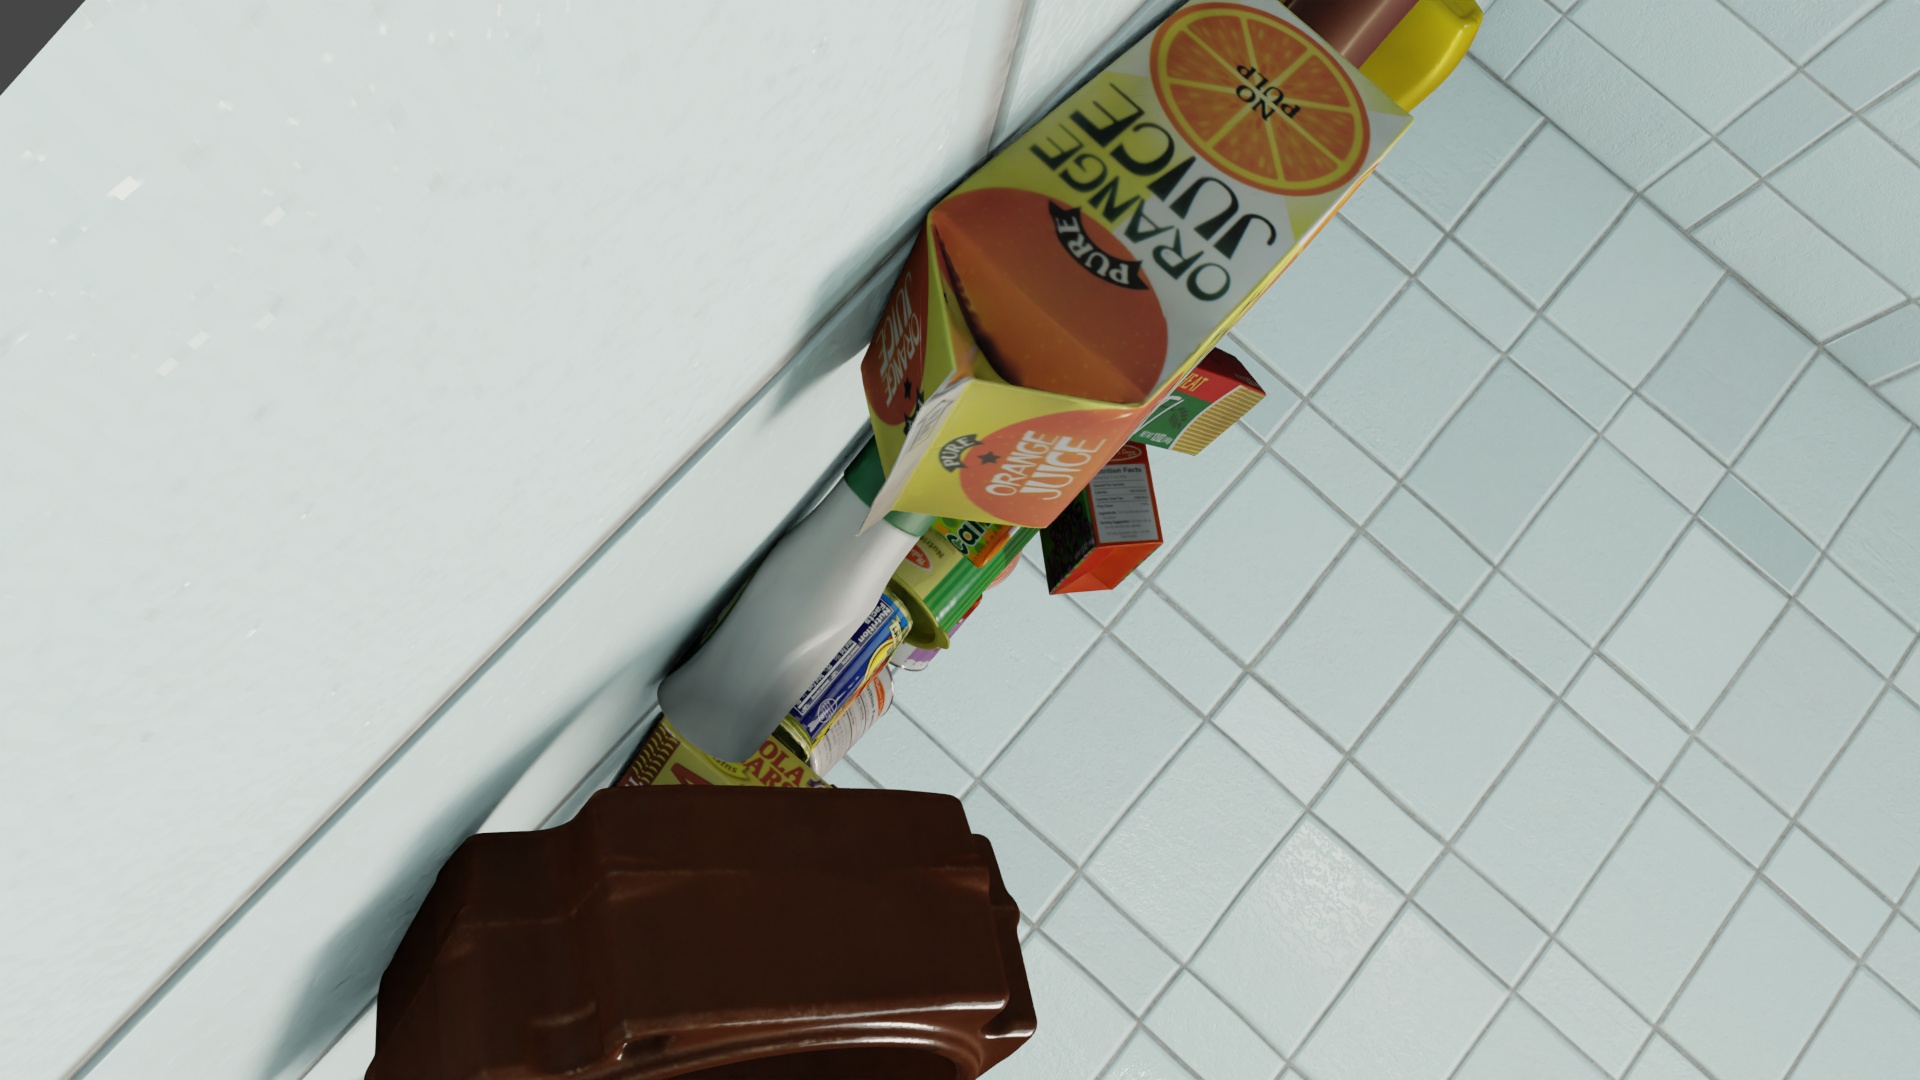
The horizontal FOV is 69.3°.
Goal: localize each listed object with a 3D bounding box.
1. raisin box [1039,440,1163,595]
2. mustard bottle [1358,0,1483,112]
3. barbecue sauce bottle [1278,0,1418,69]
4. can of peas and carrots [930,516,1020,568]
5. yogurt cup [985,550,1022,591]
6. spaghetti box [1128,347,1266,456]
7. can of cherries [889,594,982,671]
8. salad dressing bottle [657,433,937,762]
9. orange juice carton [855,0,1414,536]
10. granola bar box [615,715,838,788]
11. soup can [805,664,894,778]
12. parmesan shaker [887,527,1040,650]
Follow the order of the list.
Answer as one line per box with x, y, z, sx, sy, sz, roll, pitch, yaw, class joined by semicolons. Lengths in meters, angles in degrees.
0.064;-0.042;0.727;0.040;0.123;0.086;-4;163;-13;raisin box
0.205;-0.240;0.753;0.049;0.065;0.159;-39;177;-40;mustard bottle
0.119;-0.174;0.523;0.148;0.043;0.065;-49;-178;25;barbecue sauce bottle
0.007;-0.030;0.610;0.071;0.059;0.071;-49;176;-4;can of peas and carrots
0.003;-0.010;0.762;0.072;0.072;0.053;-47;168;-16;yogurt cup
0.074;-0.071;0.603;0.050;0.029;0.250;-43;161;20;spaghetti box
-0.029;0.034;0.835;0.058;0.071;0.072;-51;176;19;can of cherries
-0.051;0.014;0.507;0.147;0.044;0.064;-50;175;12;salad dressing bottle
0.040;-0.074;0.387;0.193;0.073;0.071;-46;176;-31;orange juice carton
-0.110;0.154;0.639;0.164;0.124;0.039;-51;177;40;granola bar box
-0.089;0.097;0.792;0.071;0.071;0.084;-51;175;39;soup can
-0.001;-0.004;0.680;0.103;0.071;0.071;-47;176;-24;parmesan shaker
